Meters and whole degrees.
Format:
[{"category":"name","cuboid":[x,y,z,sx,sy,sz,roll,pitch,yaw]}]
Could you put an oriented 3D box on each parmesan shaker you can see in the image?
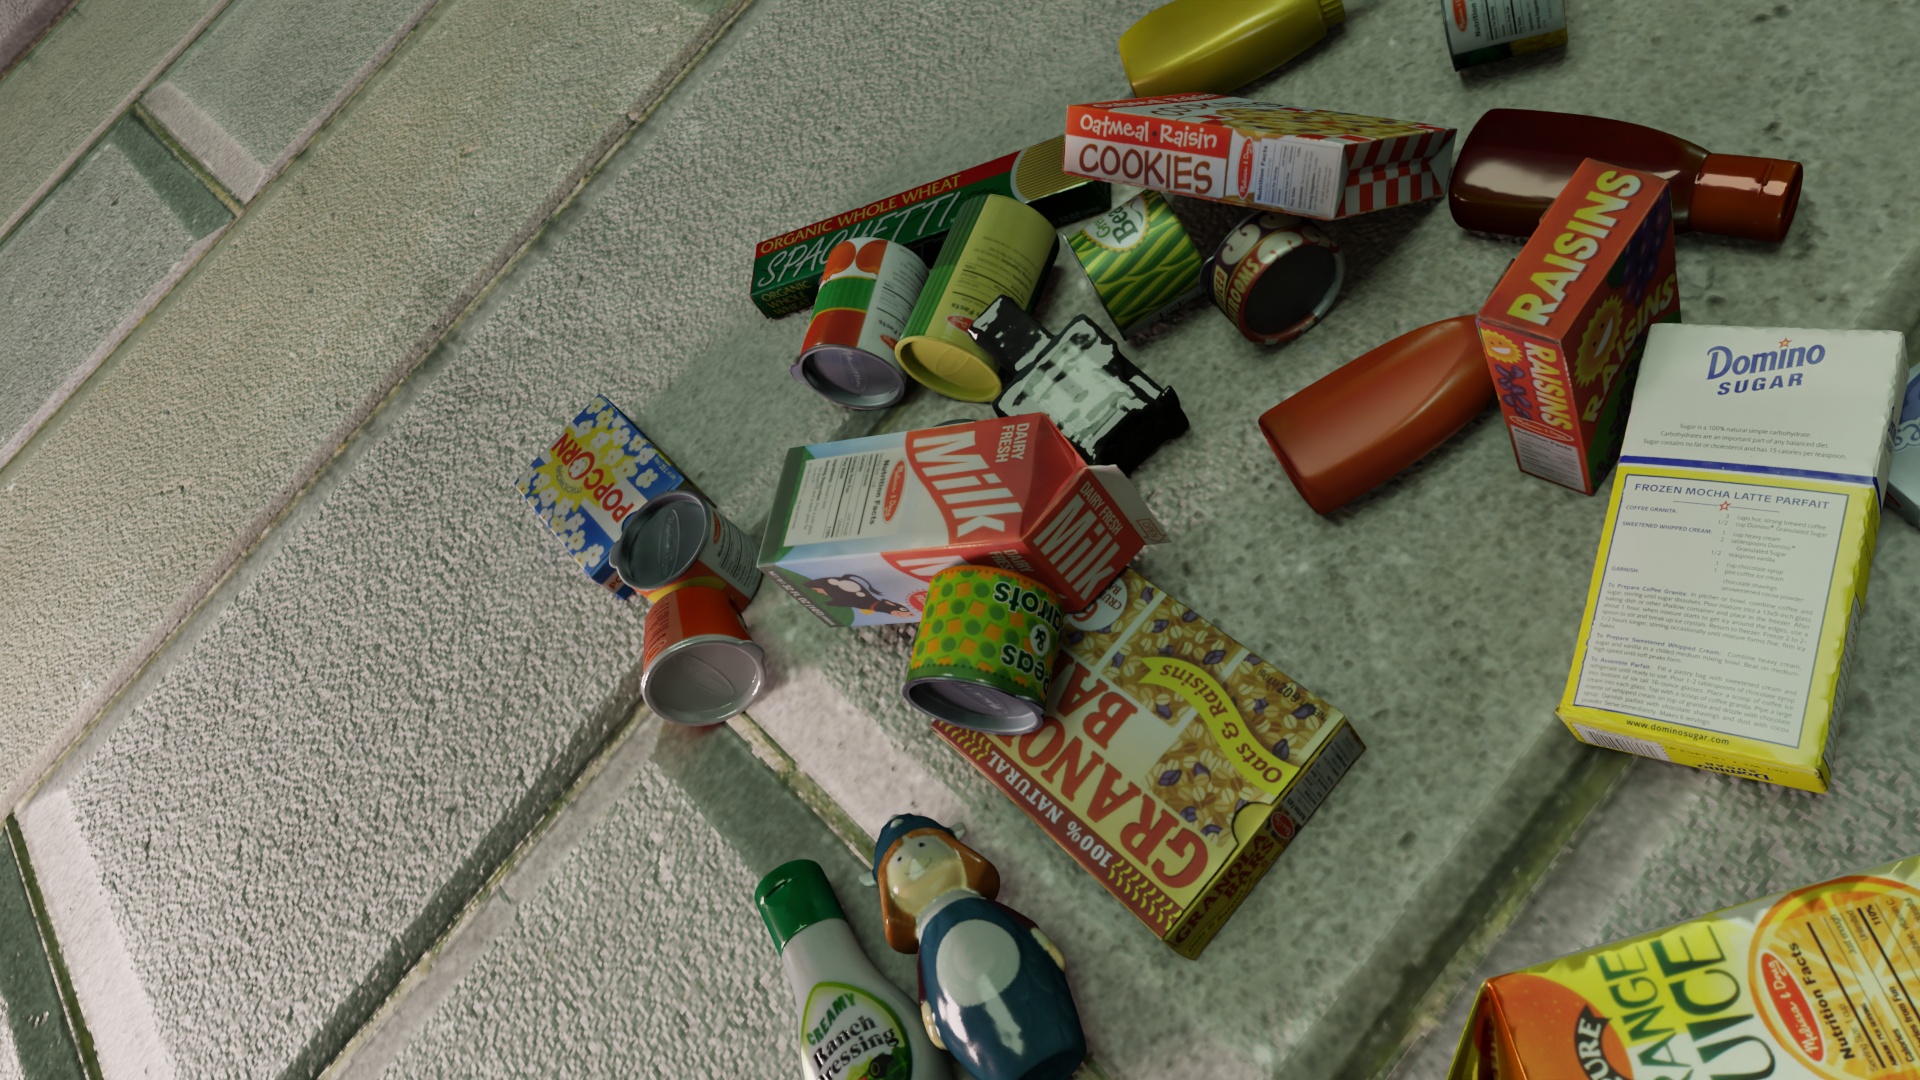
[{"category":"parmesan shaker","cuboid":[0.014,-0.140,0.814,0.071,0.071,0.103,9,66,34]}]

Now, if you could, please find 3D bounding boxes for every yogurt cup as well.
[{"category":"yogurt cup","cuboid":[-0.147,0.063,0.781,0.072,0.072,0.054,-33,42,9]}]

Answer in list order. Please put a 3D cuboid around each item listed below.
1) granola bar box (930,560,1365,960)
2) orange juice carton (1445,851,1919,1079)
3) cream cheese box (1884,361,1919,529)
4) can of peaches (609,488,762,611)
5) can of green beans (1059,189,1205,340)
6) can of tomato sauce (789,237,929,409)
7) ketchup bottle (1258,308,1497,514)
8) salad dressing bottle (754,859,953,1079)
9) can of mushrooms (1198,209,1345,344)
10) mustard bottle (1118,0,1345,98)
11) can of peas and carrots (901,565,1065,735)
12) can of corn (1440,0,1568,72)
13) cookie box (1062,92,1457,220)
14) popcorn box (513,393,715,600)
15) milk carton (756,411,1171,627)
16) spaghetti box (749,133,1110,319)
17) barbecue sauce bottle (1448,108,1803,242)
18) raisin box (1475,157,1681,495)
[{"category":"granola bar box","cuboid":[0.081,0.090,0.646,0.124,0.039,0.166,-49,50,-5]},{"category":"orange juice carton","cuboid":[0.250,0.177,0.475,0.192,0.071,0.073,-23,53,16]},{"category":"cream cheese box","cuboid":[0.409,-0.053,0.556,0.104,0.024,0.053,-35,52,7]},{"category":"can of peaches","cuboid":[-0.161,0.012,0.823,0.071,0.058,0.071,-14,56,23]},{"category":"can of green beans","cuboid":[0.099,-0.154,0.769,0.058,0.071,0.071,-31,51,10]},{"category":"can of tomato sauce","cuboid":[-0.060,-0.133,0.848,0.071,0.071,0.083,-4,59,28]},{"category":"ketchup bottle","cuboid":[0.220,-0.073,0.664,0.148,0.043,0.065,-31,39,9]},{"category":"salad dressing bottle","cuboid":[-0.054,0.216,0.643,0.064,0.044,0.148,-40,50,5]},{"category":"can of mushrooms","cuboid":[0.162,-0.136,0.721,0.071,0.071,0.033,-36,52,6]},{"category":"mustard bottle","cuboid":[0.177,-0.309,0.832,0.160,0.048,0.065,-19,54,18]},{"category":"can of peas and carrots","cuboid":[0.013,0.050,0.640,0.071,0.070,0.059,-2,61,29]},{"category":"can of corn","cuboid":[0.292,-0.293,0.747,0.058,0.071,0.071,-7,59,26]},{"category":"cookie box","cuboid":[0.157,-0.207,0.741,0.167,0.040,0.123,23,30,38]},{"category":"popcorn box","cuboid":[-0.226,-0.030,0.899,0.085,0.038,0.127,-47,50,-4]},{"category":"milk carton","cuboid":[0.002,-0.009,0.683,0.190,0.072,0.074,-6,57,29]},{"category":"spaghetti box","cuboid":[-0.025,-0.201,0.895,0.250,0.028,0.050,-14,55,22]},{"category":"barbecue sauce bottle","cuboid":[0.318,-0.172,0.670,0.148,0.043,0.065,19,73,36]},{"category":"raisin box","cuboid":[0.268,-0.088,0.594,0.040,0.123,0.086,30,80,39]}]
